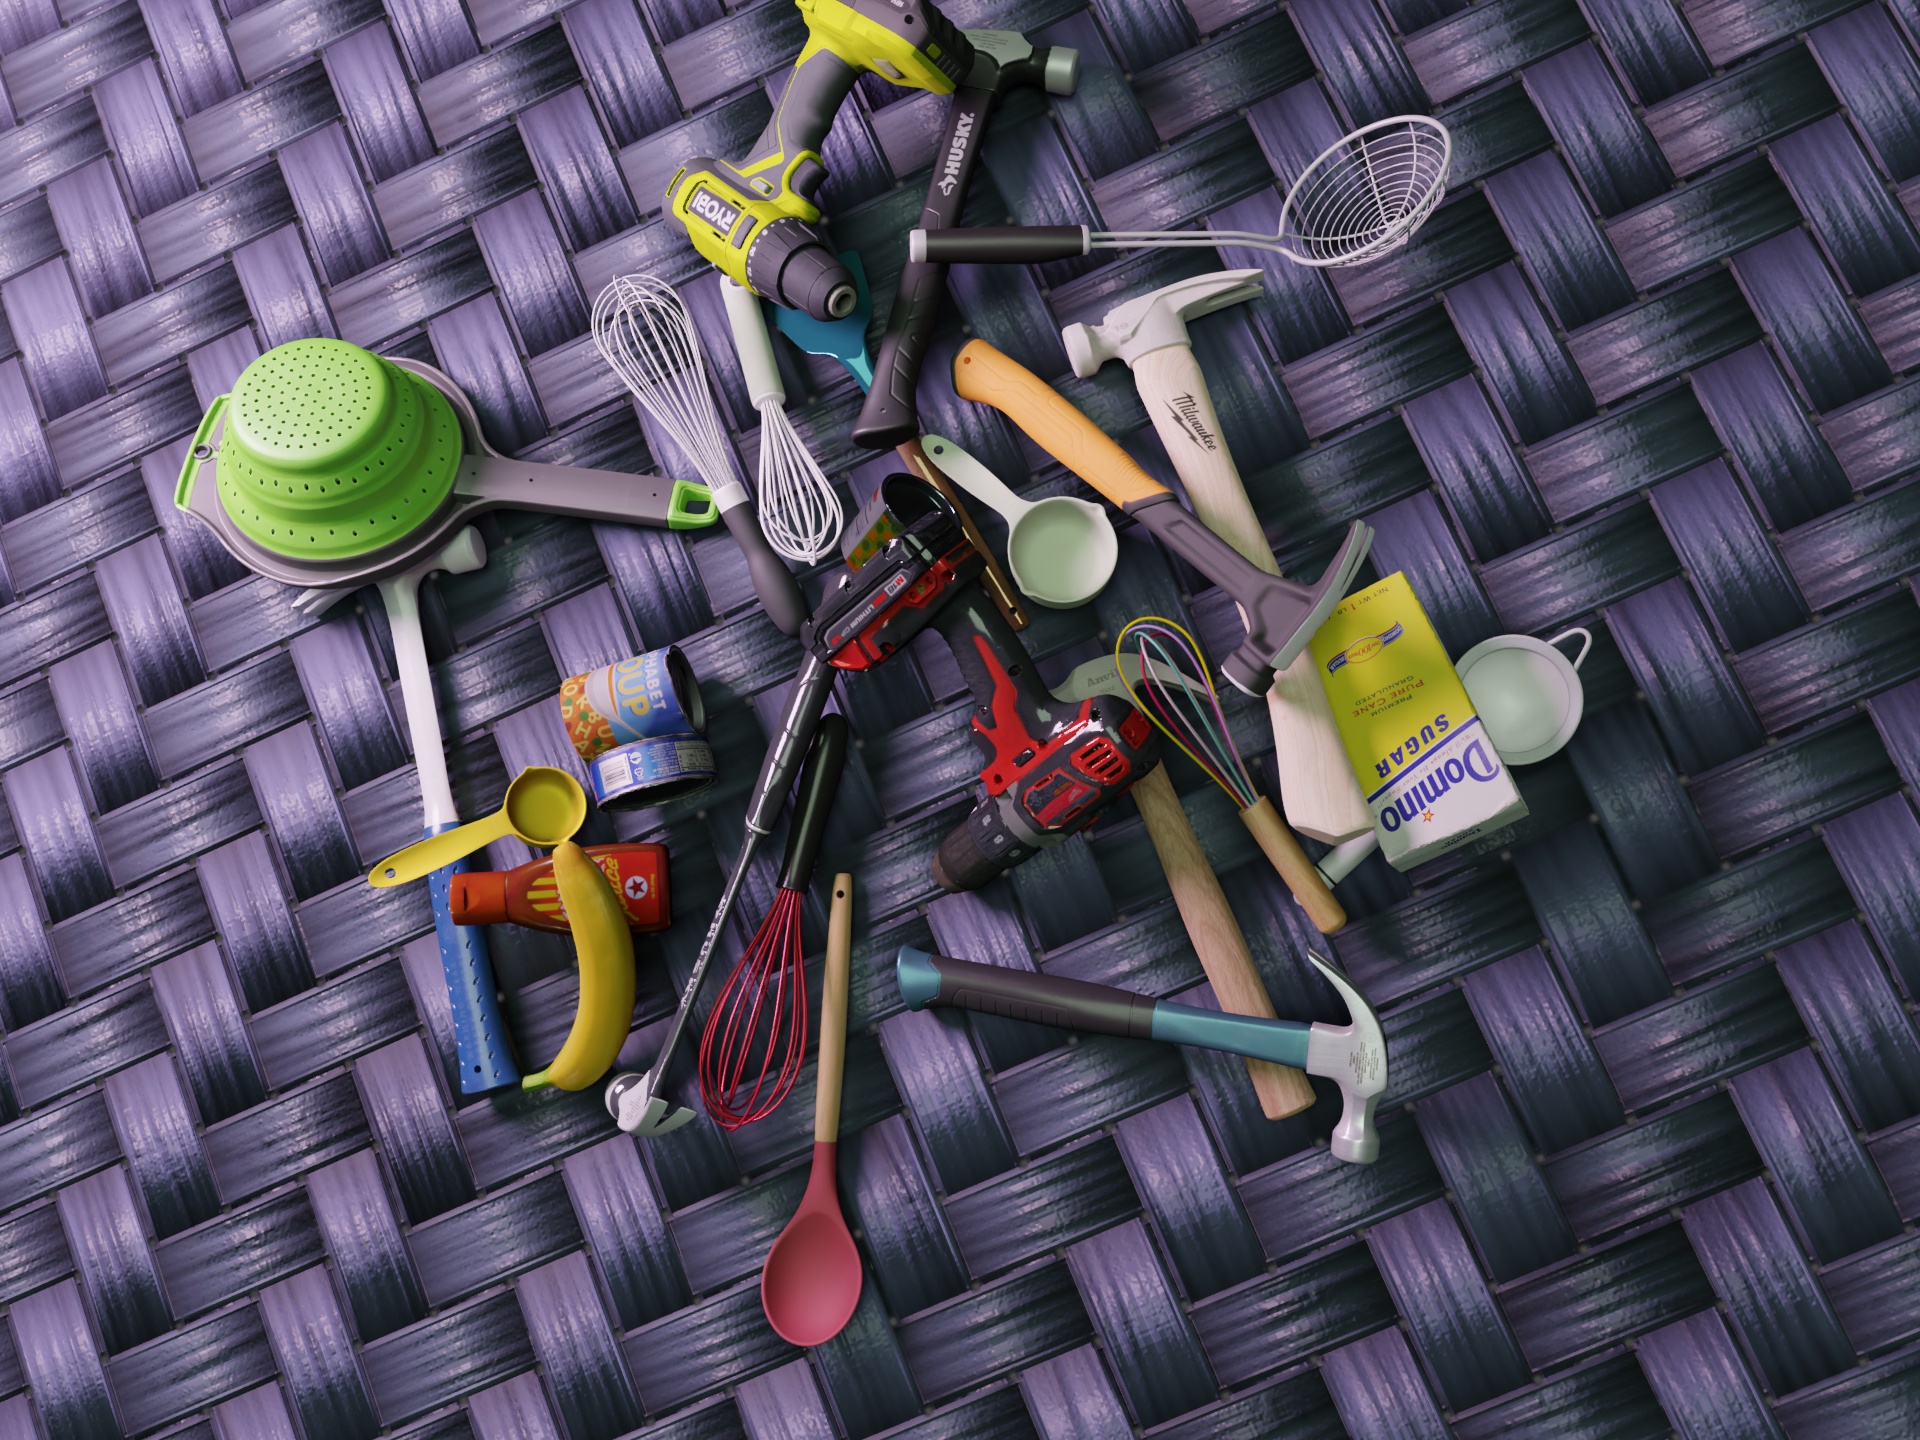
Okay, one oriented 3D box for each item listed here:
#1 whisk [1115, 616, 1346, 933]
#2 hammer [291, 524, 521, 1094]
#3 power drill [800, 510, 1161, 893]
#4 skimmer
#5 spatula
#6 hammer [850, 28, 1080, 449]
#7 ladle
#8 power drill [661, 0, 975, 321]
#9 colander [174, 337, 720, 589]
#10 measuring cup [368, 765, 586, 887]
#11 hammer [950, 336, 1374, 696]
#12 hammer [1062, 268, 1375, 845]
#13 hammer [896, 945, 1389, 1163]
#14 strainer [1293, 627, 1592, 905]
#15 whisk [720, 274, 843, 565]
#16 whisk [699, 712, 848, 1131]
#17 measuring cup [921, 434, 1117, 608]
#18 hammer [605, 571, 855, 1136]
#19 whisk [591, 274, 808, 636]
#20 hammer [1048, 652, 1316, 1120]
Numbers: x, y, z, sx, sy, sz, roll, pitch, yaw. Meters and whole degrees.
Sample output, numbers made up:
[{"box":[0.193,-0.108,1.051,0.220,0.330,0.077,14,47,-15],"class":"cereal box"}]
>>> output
[{"box":[0.183,0.035,1.048,0.047,0.051,0.245,-36,93,-22],"class":"whisk"},{"box":[-0.383,0.067,1.154,0.144,0.035,0.406,-14,81,5],"class":"hammer"},{"box":[-0.002,-0.003,1.057,0.188,0.080,0.226,-40,93,29],"class":"power drill"},{"box":[0.147,-0.356,1.086,0.363,0.090,0.127,-3,49,-4],"class":"skimmer"},{"box":[-0.036,-0.200,1.151,0.082,0.044,0.317,-31,85,1],"class":"spatula"},{"box":[-0.023,-0.348,1.139,0.146,0.035,0.335,13,76,8],"class":"hammer"},{"box":[-0.093,0.263,1.096,0.069,0.031,0.315,3,81,5],"class":"ladle"},{"box":[-0.093,-0.401,1.114,0.191,0.080,0.228,42,103,33],"class":"power drill"},{"box":[-0.371,-0.194,1.135,0.397,0.094,0.205,7,64,1],"class":"colander"},{"box":[-0.339,0.082,1.118,0.156,0.029,0.062,-25,85,-24],"class":"measuring cup"},{"box":[0.115,-0.165,1.060,0.337,0.034,0.127,44,108,27],"class":"hammer"},{"box":[0.198,-0.116,1.067,0.146,0.038,0.411,-19,71,5],"class":"hammer"},{"box":[0.115,0.197,1.052,0.331,0.033,0.128,7,92,16],"class":"hammer"},{"box":[0.319,0.033,1.066,0.258,0.050,0.087,-44,75,6],"class":"strainer"},{"box":[-0.136,-0.223,1.149,0.058,0.059,0.246,-13,72,-11],"class":"whisk"},{"box":[-0.121,0.137,1.101,0.073,0.073,0.296,12,79,9],"class":"whisk"},{"box":[0.038,-0.144,1.123,0.168,0.038,0.083,40,84,11],"class":"measuring cup"},{"box":[-0.145,0.087,1.087,0.036,0.149,0.409,24,78,-17],"class":"hammer"},{"box":[-0.179,-0.188,1.135,0.070,0.070,0.284,-27,94,3],"class":"whisk"},{"box":[0.160,0.108,1.080,0.130,0.031,0.331,-24,81,4],"class":"hammer"}]
